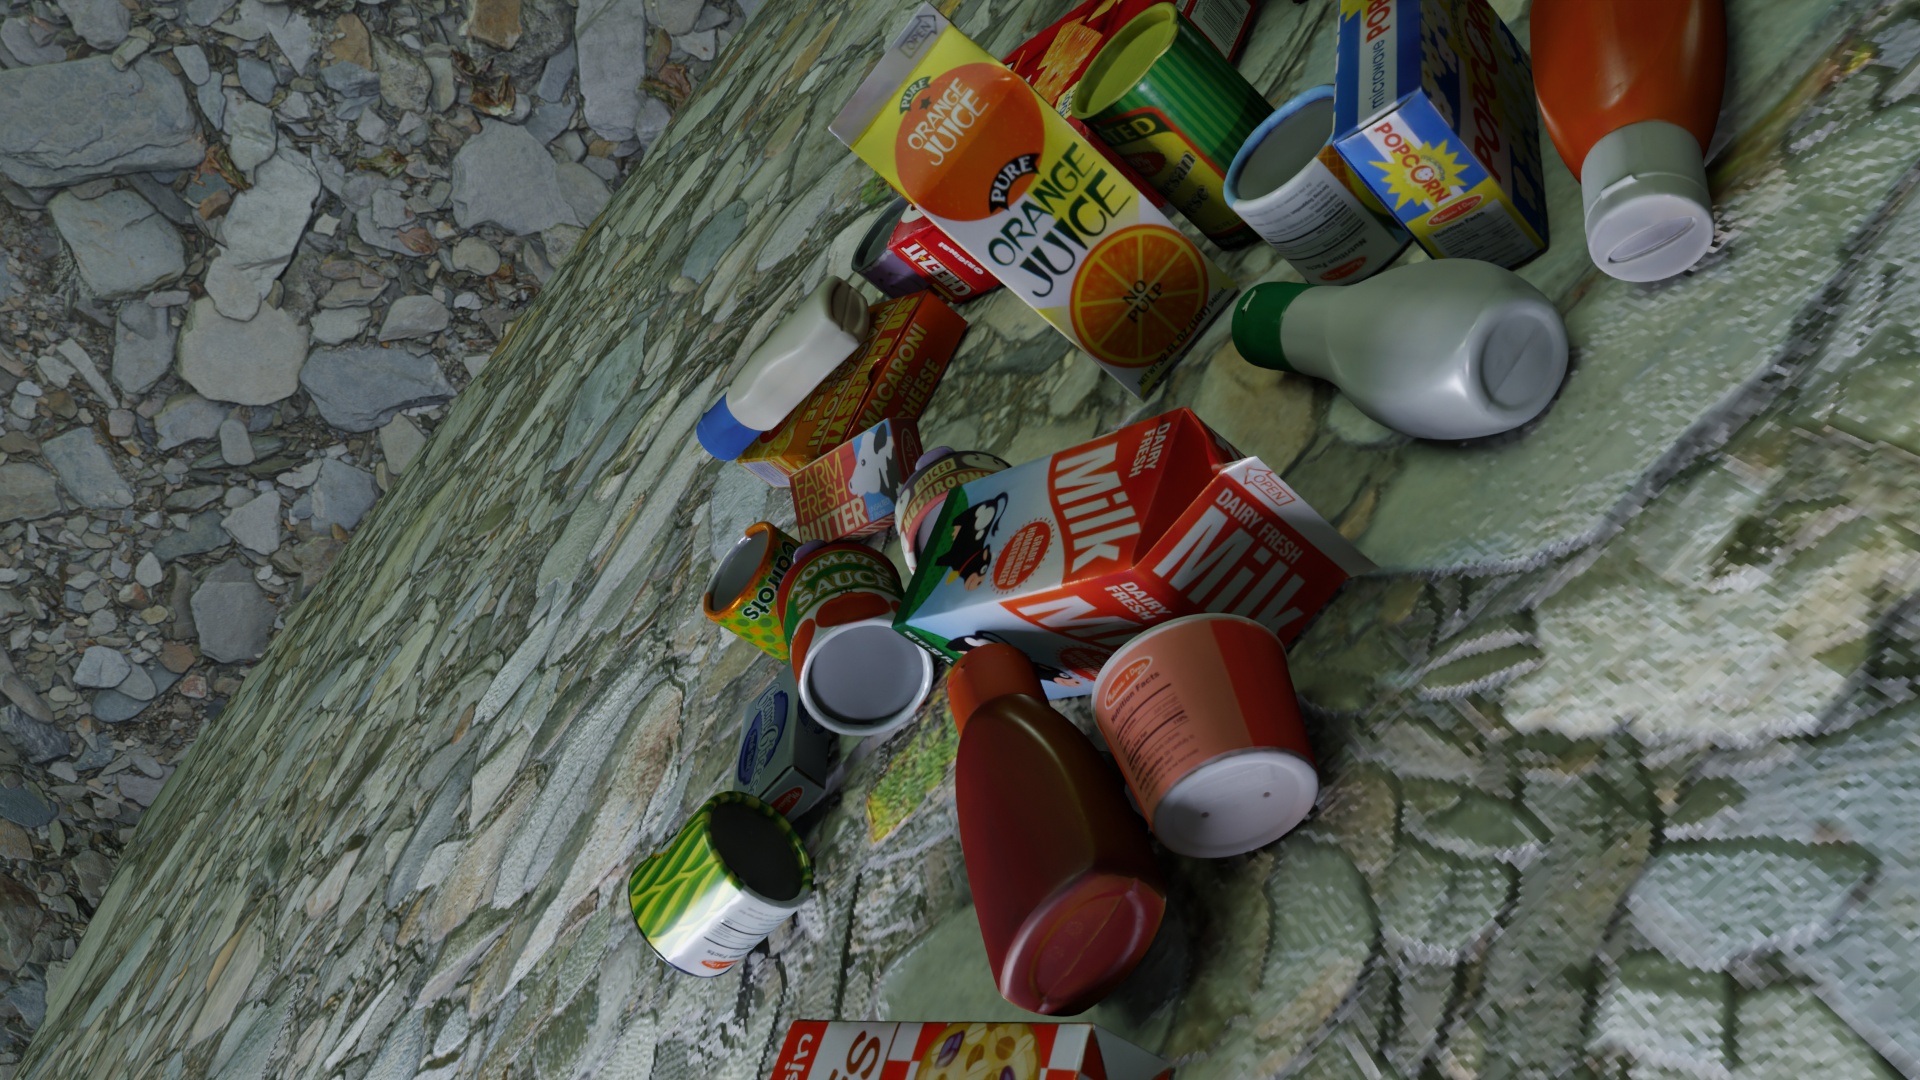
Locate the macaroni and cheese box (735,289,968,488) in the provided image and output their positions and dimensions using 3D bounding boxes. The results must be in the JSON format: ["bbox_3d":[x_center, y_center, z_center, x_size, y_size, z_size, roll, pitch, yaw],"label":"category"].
[{"bbox_3d":[-0.077,-0.098,0.930,0.166,0.040,0.124,0,59,59],"label":"macaroni and cheese box"}]

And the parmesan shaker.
[{"bbox_3d":[0.113,-0.195,0.660,0.071,0.103,0.072,-40,29,28],"label":"parmesan shaker"}]

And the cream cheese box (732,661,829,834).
[{"bbox_3d":[-0.092,0.106,0.719,0.053,0.024,0.104,-45,22,20],"label":"cream cheese box"}]

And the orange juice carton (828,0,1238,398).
[{"bbox_3d":[0.032,-0.156,0.646,0.071,0.192,0.073,-49,27,9],"label":"orange juice carton"}]

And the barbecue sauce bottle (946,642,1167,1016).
[{"bbox_3d":[0.025,0.089,0.483,0.064,0.043,0.149,-58,23,19],"label":"barbecue sauce bottle"}]

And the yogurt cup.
[{"bbox_3d":[0.081,0.065,0.449,0.072,0.072,0.054,-42,37,23],"label":"yogurt cup"}]

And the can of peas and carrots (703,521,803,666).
[{"bbox_3d":[-0.106,0.031,0.804,0.070,0.058,0.071,-40,30,29],"label":"can of peas and carrots"}]

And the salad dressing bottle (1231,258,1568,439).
[{"bbox_3d":[0.155,-0.075,0.517,0.064,0.044,0.148,-57,25,-1],"label":"salad dressing bottle"}]

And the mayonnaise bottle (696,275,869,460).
[{"bbox_3d":[-0.120,-0.109,0.924,0.147,0.041,0.065,-40,28,32],"label":"mayonnaise bottle"}]

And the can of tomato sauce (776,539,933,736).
[{"bbox_3d":[-0.054,0.046,0.687,0.071,0.071,0.083,-49,27,11],"label":"can of tomato sauce"}]

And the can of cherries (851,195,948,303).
[{"bbox_3d":[-0.030,-0.195,0.950,0.071,0.058,0.072,-40,28,27],"label":"can of cherries"}]

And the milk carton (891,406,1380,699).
[{"bbox_3d":[0.063,0.008,0.535,0.190,0.072,0.074,-16,45,52],"label":"milk carton"}]

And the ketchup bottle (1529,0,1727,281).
[{"bbox_3d":[0.232,-0.153,0.480,0.064,0.043,0.149,-28,36,44],"label":"ketchup bottle"}]

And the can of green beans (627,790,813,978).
[{"bbox_3d":[-0.111,0.160,0.649,0.057,0.071,0.071,-44,28,20],"label":"can of green beans"}]

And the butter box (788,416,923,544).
[{"bbox_3d":[-0.059,-0.030,0.812,0.103,0.024,0.053,-25,73,45],"label":"butter box"}]

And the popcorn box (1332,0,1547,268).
[{"bbox_3d":[0.183,-0.170,0.533,0.038,0.085,0.127,-28,36,41],"label":"popcorn box"}]

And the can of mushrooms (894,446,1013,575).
[{"bbox_3d":[0.002,-0.008,0.657,0.071,0.071,0.033,-46,29,16],"label":"can of mushrooms"}]

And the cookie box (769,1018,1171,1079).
[{"bbox_3d":[-0.018,0.221,0.449,0.167,0.040,0.123,-22,41,48],"label":"cookie box"}]

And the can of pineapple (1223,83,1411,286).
[{"bbox_3d":[0.155,-0.151,0.589,0.070,0.058,0.071,-40,29,28],"label":"can of pineapple"}]
